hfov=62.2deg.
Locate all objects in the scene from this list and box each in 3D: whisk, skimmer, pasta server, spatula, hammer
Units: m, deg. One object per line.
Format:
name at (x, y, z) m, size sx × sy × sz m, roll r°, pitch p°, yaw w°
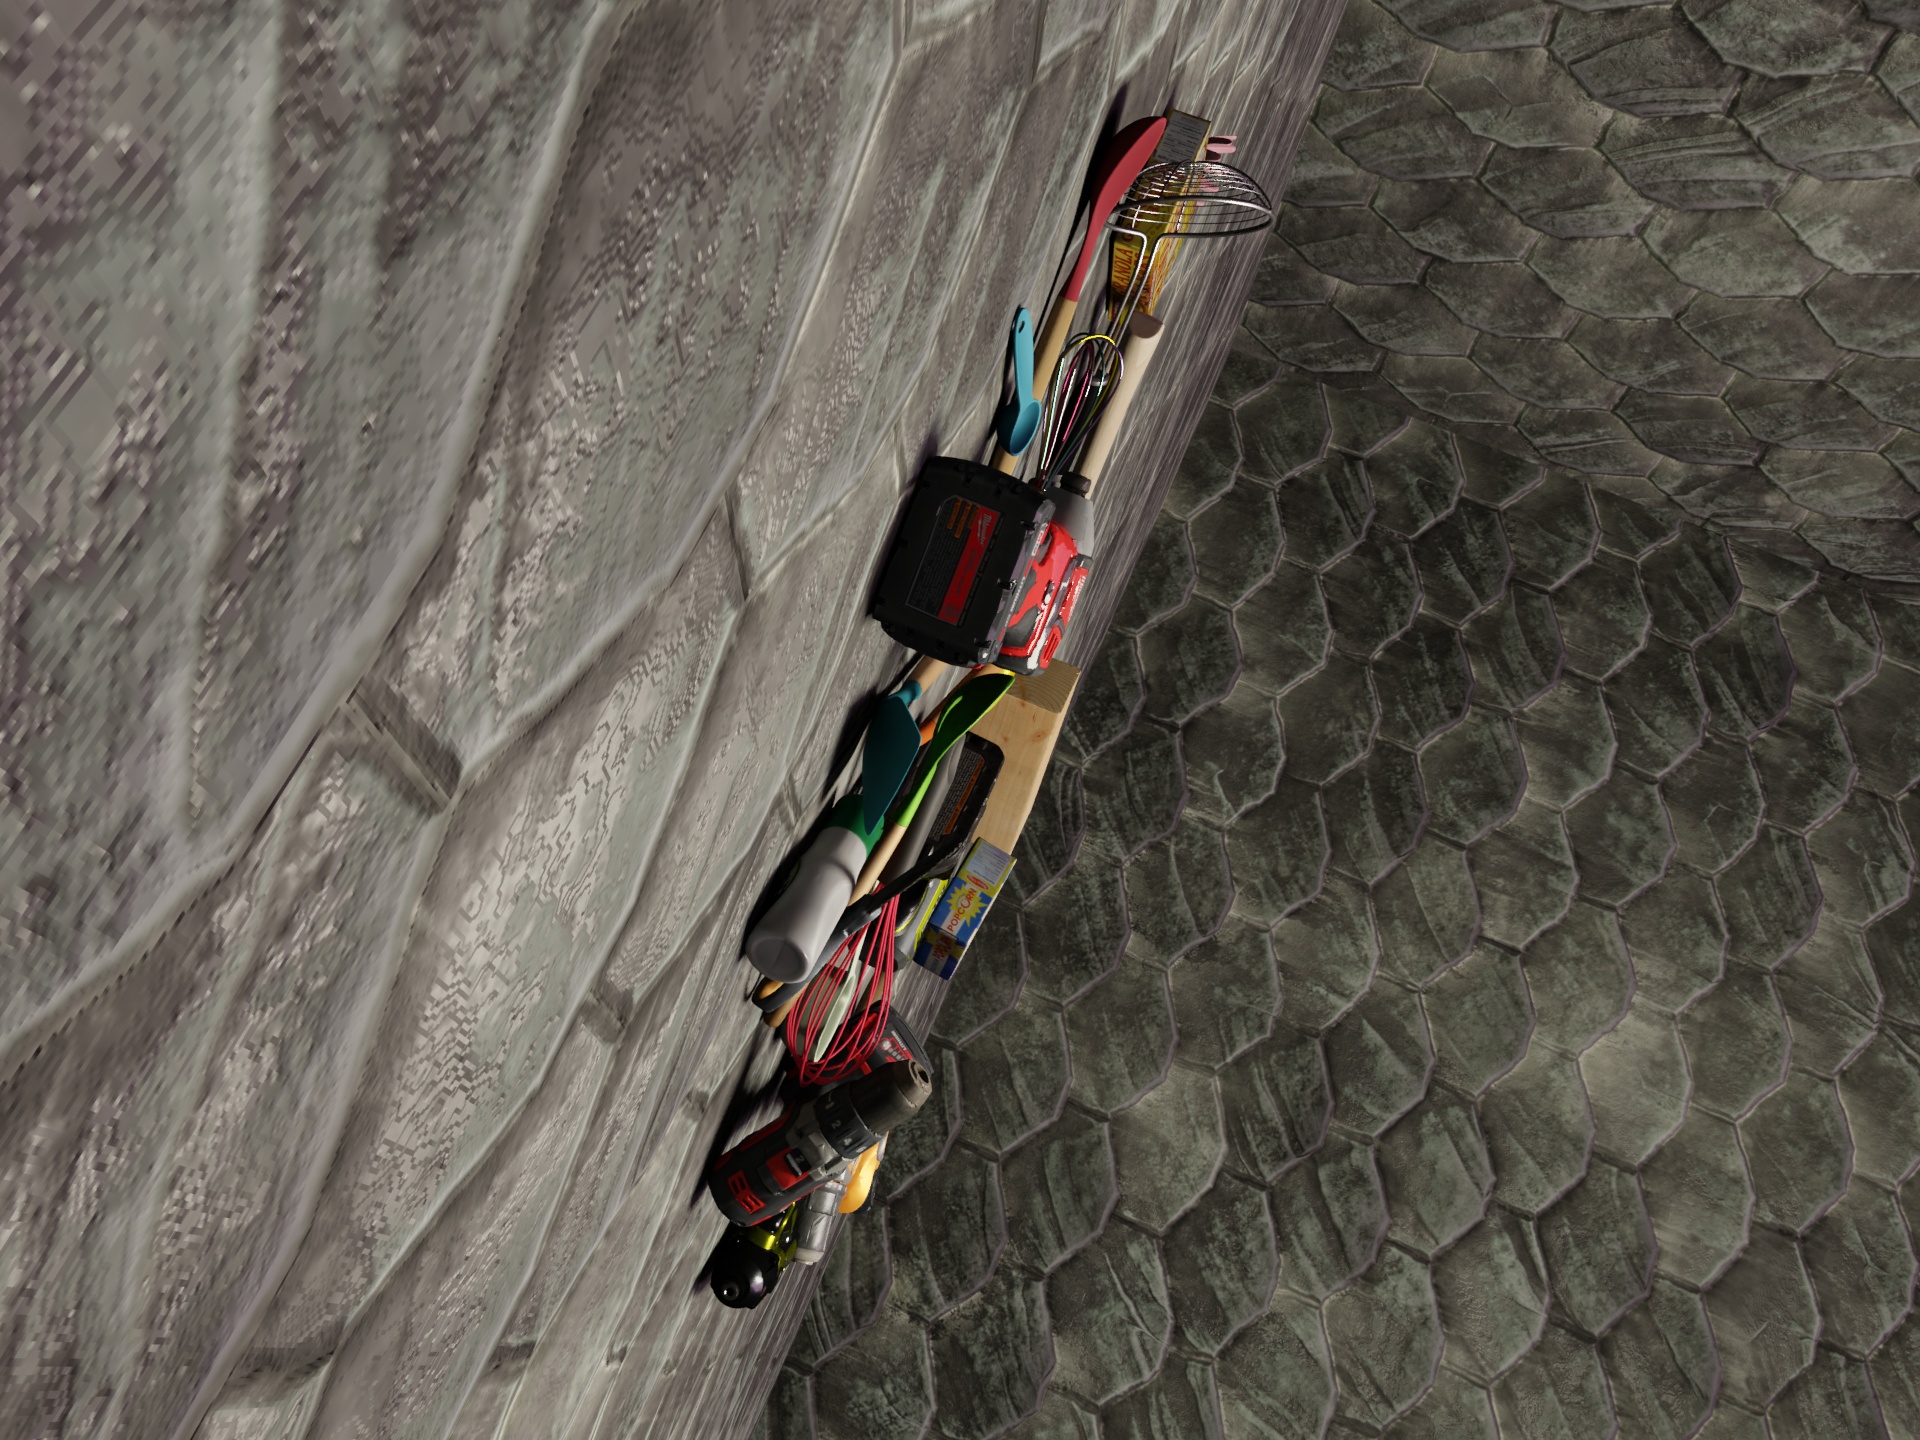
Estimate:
whisk at (-0.058, 0.138, 1.167) m, size 0.073 × 0.073 × 0.296 m, roll -22°, pitch 135°, yaw -81°
skimmer at (0.134, -0.298, 1.270) m, size 0.363 × 0.127 × 0.090 m, roll 114°, pitch -30°, yaw -52°
pasta server at (0.178, -0.411, 1.485) m, size 0.060 × 0.040 × 0.316 m, roll 59°, pitch 55°, yaw -78°
spatula at (-0.019, -0.025, 1.156) m, size 0.082 × 0.044 × 0.318 m, roll -61°, pitch 178°, yaw 28°
whisk at (0.069, -0.212, 1.304) m, size 0.047 × 0.051 × 0.244 m, roll -30°, pitch 151°, yaw -44°
spatula at (-0.002, -0.004, 1.238) m, size 0.323 × 0.041 × 0.081 m, roll -46°, pitch 161°, yaw -36°
hammer at (0.113, -0.221, 1.493) m, size 0.146 × 0.038 × 0.410 m, roll -62°, pitch 175°, yaw -31°

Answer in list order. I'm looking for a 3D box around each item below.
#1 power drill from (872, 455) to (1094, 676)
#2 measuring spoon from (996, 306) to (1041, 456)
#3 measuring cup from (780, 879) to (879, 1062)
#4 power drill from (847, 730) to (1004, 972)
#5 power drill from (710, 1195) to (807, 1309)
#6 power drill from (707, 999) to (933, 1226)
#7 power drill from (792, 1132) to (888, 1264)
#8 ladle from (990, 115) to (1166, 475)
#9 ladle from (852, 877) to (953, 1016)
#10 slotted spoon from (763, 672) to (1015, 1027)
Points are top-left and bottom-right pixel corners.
power drill at (0.032, -0.101, 1.020) m, size 0.143 × 0.078 × 0.219 m, roll -68°, pitch 164°, yaw 8°
measuring spoon at (0.035, -0.229, 1.064) m, size 0.042 × 0.021 × 0.128 m, roll -53°, pitch 159°, yaw -26°
measuring cup at (-0.102, 0.189, 1.253) m, size 0.083 × 0.038 × 0.167 m, roll -47°, pitch 156°, yaw -72°
power drill at (-0.027, 0.096, 1.374) m, size 0.228 × 0.080 × 0.191 m, roll 107°, pitch 9°, yaw -60°
power drill at (-0.153, 0.420, 1.448) m, size 0.223 × 0.080 × 0.171 m, roll -64°, pitch 174°, yaw -1°
power drill at (-0.088, 0.299, 1.260) m, size 0.188 × 0.080 × 0.227 m, roll -34°, pitch 180°, yaw 13°
power drill at (-0.133, 0.467, 1.648) m, size 0.226 × 0.084 × 0.185 m, roll 84°, pitch 17°, yaw -71°
ladle at (0.066, -0.270, 1.113) m, size 0.315 × 0.031 × 0.069 m, roll -68°, pitch 169°, yaw 19°
ladle at (-0.058, 0.244, 1.592) m, size 0.320 × 0.062 × 0.078 m, roll 117°, pitch -5°, yaw -54°
slotted spoon at (-0.057, 0.092, 1.118) m, size 0.313 × 0.031 × 0.070 m, roll -58°, pitch -177°, yaw 14°
